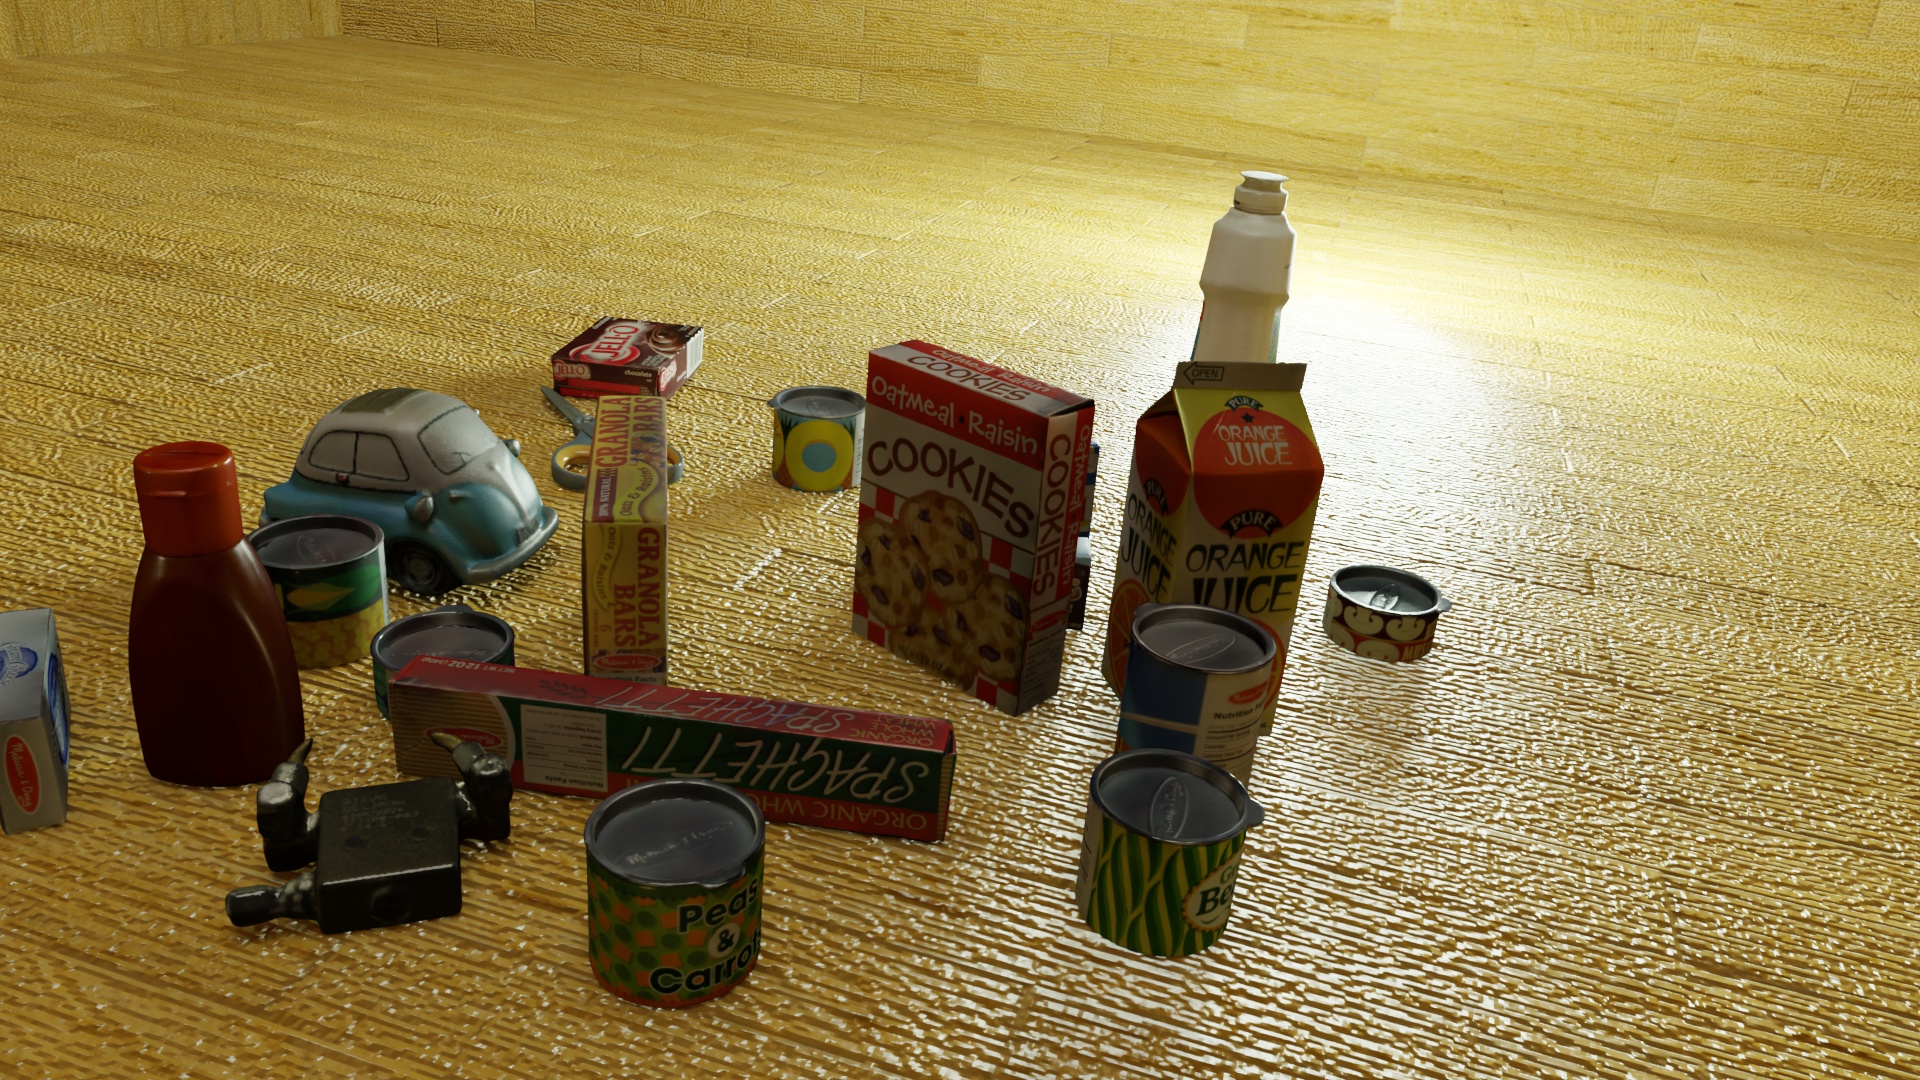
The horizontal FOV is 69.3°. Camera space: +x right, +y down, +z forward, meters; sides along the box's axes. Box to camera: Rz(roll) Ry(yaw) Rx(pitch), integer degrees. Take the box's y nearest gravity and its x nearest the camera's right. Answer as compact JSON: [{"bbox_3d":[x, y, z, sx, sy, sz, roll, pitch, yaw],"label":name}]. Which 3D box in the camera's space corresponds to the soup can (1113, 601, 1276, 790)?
[{"bbox_3d":[0.106,0.080,0.654,0.071,0.083,0.071,4,24,-2],"label":"soup can"}]

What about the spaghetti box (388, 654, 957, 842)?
[{"bbox_3d":[-0.126,0.093,0.618,0.250,0.050,0.029,7,24,3],"label":"spaghetti box"}]

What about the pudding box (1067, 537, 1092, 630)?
[{"bbox_3d":[0.033,0.022,0.809,0.084,0.049,0.030,5,24,-1],"label":"pudding box"}]

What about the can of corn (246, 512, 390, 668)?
[{"bbox_3d":[-0.332,0.026,0.713,0.071,0.058,0.071,5,24,-2],"label":"can of corn"}]

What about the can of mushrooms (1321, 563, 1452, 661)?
[{"bbox_3d":[0.253,0.043,0.826,0.071,0.033,0.071,5,24,-2],"label":"can of mushrooms"}]

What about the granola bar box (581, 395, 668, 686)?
[{"bbox_3d":[-0.167,0.012,0.698,0.039,0.123,0.166,0,25,-12],"label":"granola bar box"}]

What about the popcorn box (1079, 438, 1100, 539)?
[{"bbox_3d":[0.020,-0.023,0.861,0.127,0.084,0.038,-5,26,-22],"label":"popcorn box"}]

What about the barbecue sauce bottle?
[{"bbox_3d":[-0.321,0.033,0.592,0.065,0.147,0.044,1,24,-10],"label":"barbecue sauce bottle"}]

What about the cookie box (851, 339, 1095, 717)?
[{"bbox_3d":[0.003,-0.009,0.728,0.123,0.166,0.040,24,30,36],"label":"cookie box"}]

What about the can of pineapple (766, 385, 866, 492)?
[{"bbox_3d":[-0.101,-0.072,0.977,0.071,0.057,0.071,5,24,-2],"label":"can of pineapple"}]

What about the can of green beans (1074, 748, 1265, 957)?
[{"bbox_3d":[0.083,0.128,0.574,0.071,0.057,0.071,5,24,-2],"label":"can of green beans"}]

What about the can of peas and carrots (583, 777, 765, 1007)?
[{"bbox_3d":[-0.106,0.133,0.524,0.071,0.058,0.071,5,24,-2],"label":"can of peas and carrots"}]

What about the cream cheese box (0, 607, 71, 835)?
[{"bbox_3d":[-0.401,0.075,0.597,0.024,0.053,0.104,-8,28,-28],"label":"cream cheese box"}]

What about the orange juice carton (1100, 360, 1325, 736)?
[{"bbox_3d":[0.127,0.001,0.700,0.072,0.191,0.073,-2,25,-16],"label":"orange juice carton"}]

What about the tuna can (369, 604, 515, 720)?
[{"bbox_3d":[-0.253,0.062,0.682,0.071,0.032,0.071,5,24,-2],"label":"tuna can"}]
